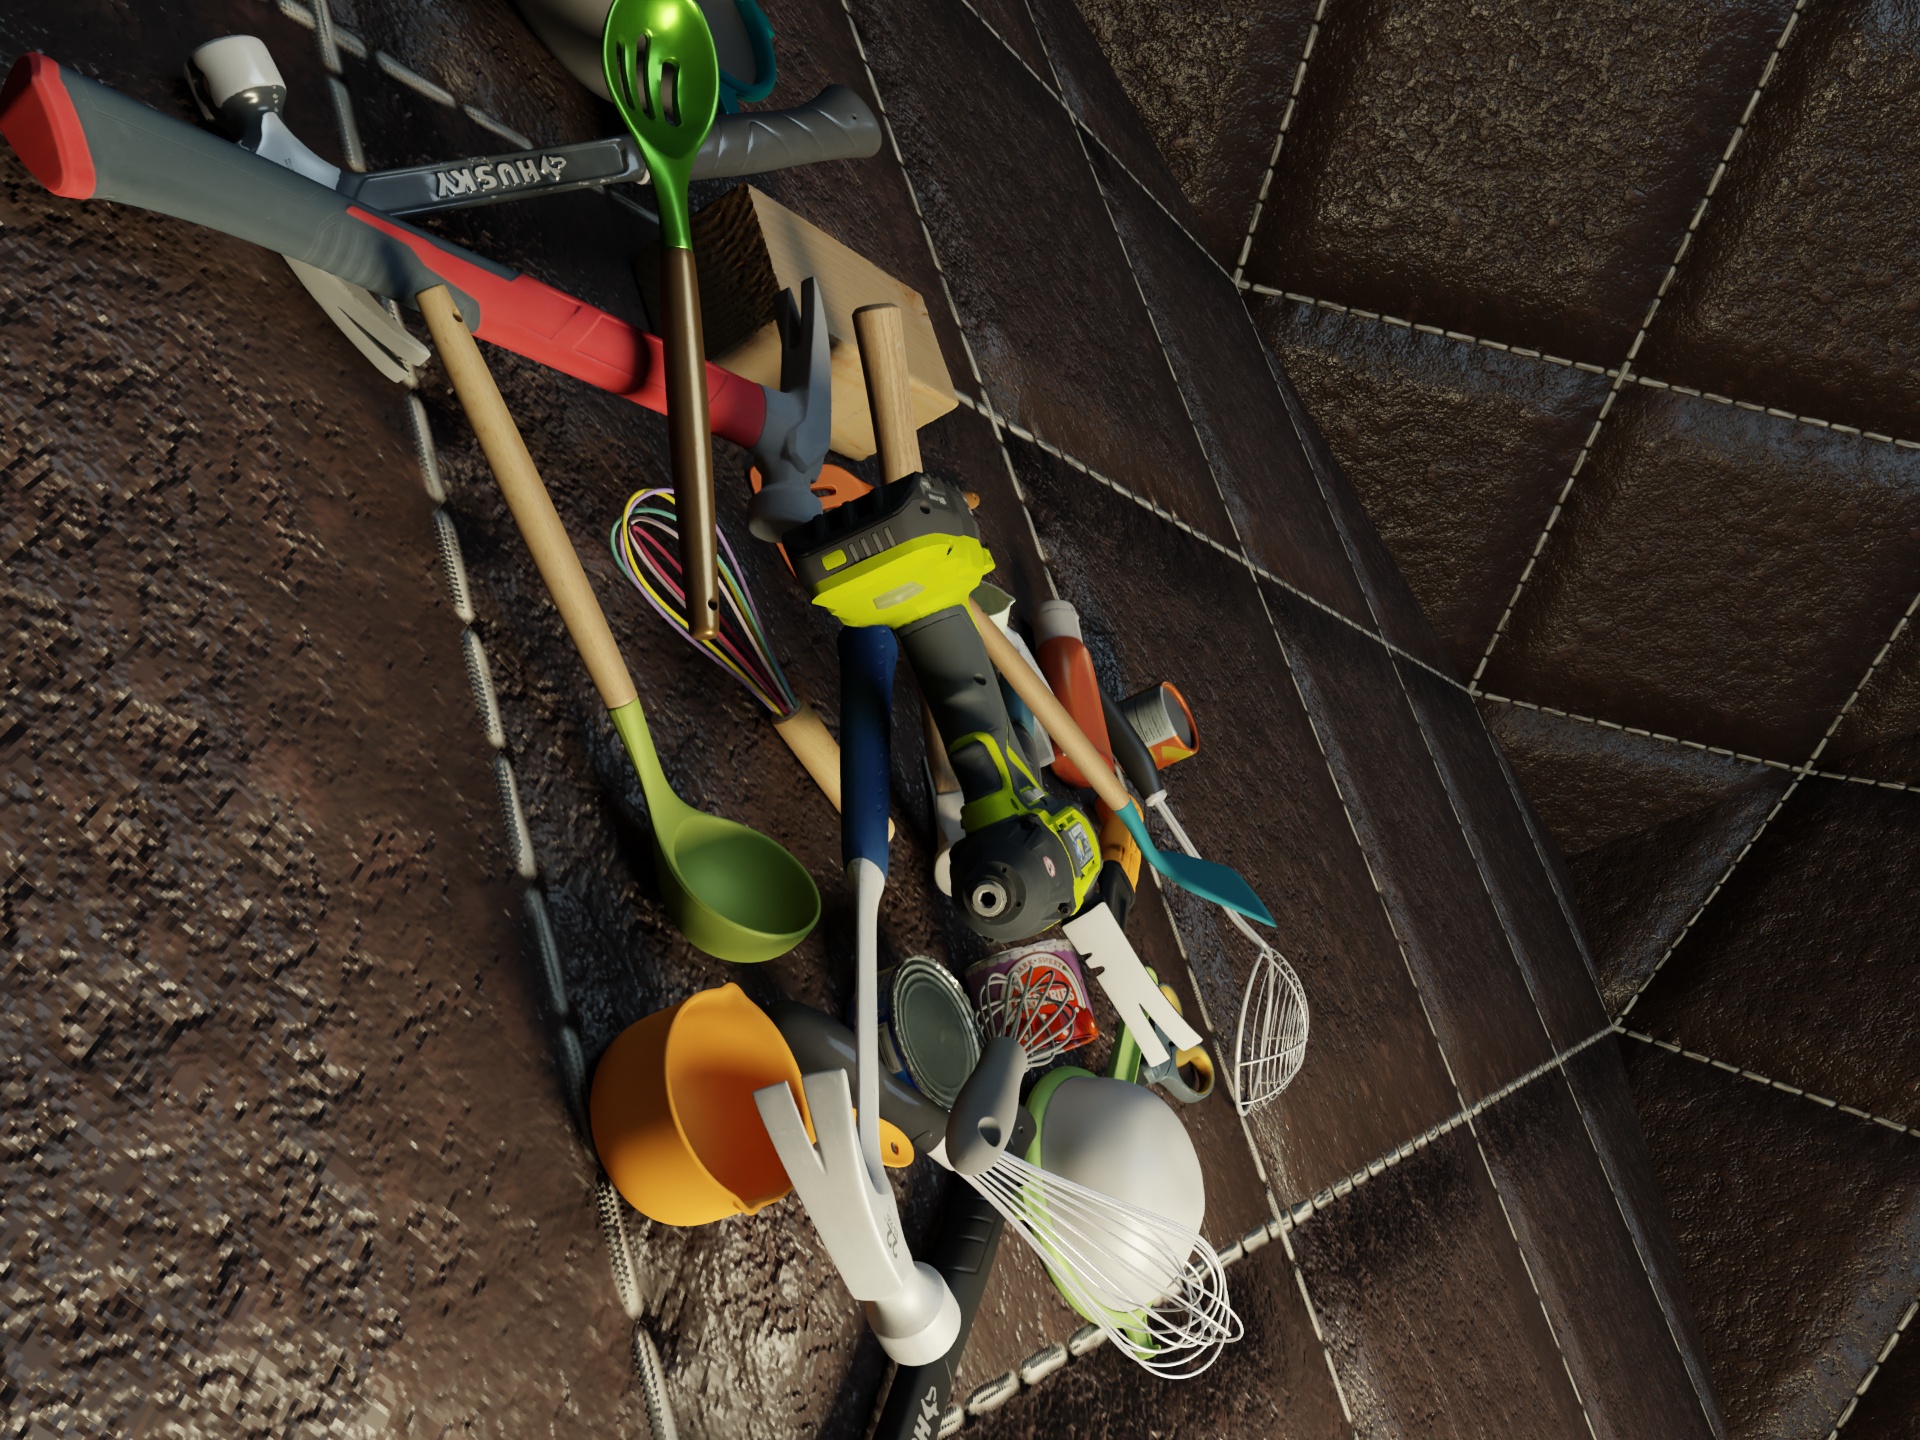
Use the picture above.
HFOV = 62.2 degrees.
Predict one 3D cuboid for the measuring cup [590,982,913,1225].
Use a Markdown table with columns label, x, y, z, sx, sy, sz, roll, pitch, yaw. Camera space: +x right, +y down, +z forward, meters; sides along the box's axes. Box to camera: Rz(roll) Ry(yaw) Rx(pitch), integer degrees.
| label | x | y | z | sx | sy | sz | roll | pitch | yaw |
| --- | --- | --- | --- | --- | --- | --- | --- | --- | --- |
| measuring cup | -0.085 | 0.174 | 0.673 | 0.173 | 0.052 | 0.095 | 36 | 36 | -50 |

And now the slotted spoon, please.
| label | x | y | z | sx | sy | sz | roll | pitch | yaw |
| --- | --- | --- | --- | --- | --- | --- | --- | --- | --- |
| slotted spoon | -0.131 | -0.191 | 0.733 | 0.070 | 0.031 | 0.314 | 4 | 77 | -50 |

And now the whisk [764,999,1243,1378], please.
| label | x | y | z | sx | sy | sz | roll | pitch | yaw |
| --- | --- | --- | --- | --- | --- | --- | --- | --- | --- |
| whisk | 0.022 | 0.220 | 0.761 | 0.284 | 0.070 | 0.070 | 38 | 30 | -9 |

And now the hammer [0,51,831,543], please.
| label | x | y | z | sx | sy | sz | roll | pitch | yaw |
| --- | --- | --- | --- | --- | --- | --- | --- | --- | --- |
| hammer | -0.203 | -0.197 | 0.697 | 0.386 | 0.038 | 0.143 | 17 | 67 | -47 |

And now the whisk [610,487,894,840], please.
| label | x | y | z | sx | sy | sz | roll | pitch | yaw |
| --- | --- | --- | --- | --- | --- | --- | --- | --- | --- |
| whisk | -0.105 | -0.018 | 0.833 | 0.244 | 0.051 | 0.047 | 57 | 12 | -30 |

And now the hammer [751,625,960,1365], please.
| label | x | y | z | sx | sy | sz | roll | pitch | yaw |
| --- | --- | --- | --- | --- | --- | --- | --- | --- | --- |
| hammer | -0.045 | 0.076 | 0.737 | 0.406 | 0.035 | 0.143 | -95 | 166 | -53 |

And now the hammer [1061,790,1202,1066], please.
| label | x | y | z | sx | sy | sz | roll | pitch | yaw |
| --- | --- | --- | --- | --- | --- | --- | --- | --- | --- |
| hammer | 0.109 | 0.110 | 1.059 | 0.127 | 0.034 | 0.337 | 57 | 12 | -6 |

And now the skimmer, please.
| label | x | y | z | sx | sy | sz | roll | pitch | yaw |
| --- | --- | --- | --- | --- | --- | --- | --- | --- | --- |
| skimmer | 0.162 | 0.128 | 1.246 | 0.363 | 0.090 | 0.127 | 59 | 17 | 12 |

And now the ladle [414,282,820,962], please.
| label | x | y | z | sx | sy | sz | roll | pitch | yaw |
| --- | --- | --- | --- | --- | --- | --- | --- | --- | --- |
| ladle | -0.145 | -0.035 | 0.681 | 0.078 | 0.062 | 0.320 | -68 | 139 | -66 |

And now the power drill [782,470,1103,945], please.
| label | x | y | z | sx | sy | sz | roll | pitch | yaw |
| --- | --- | --- | --- | --- | --- | --- | --- | --- | --- |
| power drill | -0.001 | -0.002 | 0.782 | 0.223 | 0.080 | 0.171 | 67 | 13 | 3 |

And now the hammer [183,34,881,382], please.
| label | x | y | z | sx | sy | sz | roll | pitch | yaw |
| --- | --- | --- | --- | --- | --- | --- | --- | --- | --- |
| hammer | -0.173 | -0.282 | 0.813 | 0.409 | 0.036 | 0.149 | -32 | 100 | -47 |

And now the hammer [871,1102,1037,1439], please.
| label | x | y | z | sx | sy | sz | roll | pitch | yaw |
| --- | --- | --- | --- | --- | --- | --- | --- | --- | --- |
| hammer | -0.009 | 0.292 | 0.733 | 0.146 | 0.035 | 0.335 | 57 | 25 | -14 |

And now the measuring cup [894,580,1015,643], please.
| label | x | y | z | sx | sy | sz | roll | pitch | yaw |
| --- | --- | --- | --- | --- | --- | --- | --- | --- | --- |
| measuring cup | -0.013 | -0.084 | 1.078 | 0.168 | 0.083 | 0.038 | -107 | -159 | -64 |

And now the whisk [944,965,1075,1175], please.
| label | x | y | z | sx | sy | sz | roll | pitch | yaw |
| --- | --- | --- | --- | --- | --- | --- | --- | --- | --- |
| whisk | 0.022 | 0.166 | 0.764 | 0.055 | 0.055 | 0.239 | 64 | 11 | -2 |

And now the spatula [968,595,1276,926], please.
| label | x | y | z | sx | sy | sz | roll | pitch | yaw |
| --- | --- | --- | --- | --- | --- | --- | --- | --- | --- |
| spatula | 0.100 | 0.029 | 1.046 | 0.317 | 0.044 | 0.082 | 50 | 6 | -25 |

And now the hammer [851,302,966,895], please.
| label | x | y | z | sx | sy | sz | roll | pitch | yaw |
| --- | --- | --- | --- | --- | --- | --- | --- | --- | --- |
| hammer | -0.023 | -0.072 | 0.922 | 0.130 | 0.031 | 0.331 | -94 | 176 | -81 |

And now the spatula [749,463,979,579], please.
| label | x | y | z | sx | sy | sz | roll | pitch | yaw |
| --- | --- | --- | --- | --- | --- | --- | --- | --- | --- |
| spatula | -0.048 | -0.145 | 1.096 | 0.081 | 0.041 | 0.322 | 65 | 20 | 0 |

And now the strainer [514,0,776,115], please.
| label | x | y | z | sx | sy | sz | roll | pitch | yaw |
| --- | --- | --- | --- | --- | --- | --- | --- | --- | --- |
| strainer | -0.250 | -0.487 | 0.929 | 0.340 | 0.095 | 0.211 | 47 | 27 | -30 |

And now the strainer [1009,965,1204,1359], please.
| label | x | y | z | sx | sy | sz | roll | pitch | yaw |
| --- | --- | --- | --- | --- | --- | --- | --- | --- | --- |
| strainer | 0.114 | 0.238 | 0.964 | 0.151 | 0.069 | 0.256 | 53 | 33 | -23 |

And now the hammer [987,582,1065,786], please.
| label | x | y | z | sx | sy | sz | roll | pitch | yaw |
| --- | --- | --- | --- | --- | --- | --- | --- | --- | --- |
| hammer | 0.036 | 0.018 | 1.020 | 0.128 | 0.033 | 0.331 | 58 | 13 | -19 |
